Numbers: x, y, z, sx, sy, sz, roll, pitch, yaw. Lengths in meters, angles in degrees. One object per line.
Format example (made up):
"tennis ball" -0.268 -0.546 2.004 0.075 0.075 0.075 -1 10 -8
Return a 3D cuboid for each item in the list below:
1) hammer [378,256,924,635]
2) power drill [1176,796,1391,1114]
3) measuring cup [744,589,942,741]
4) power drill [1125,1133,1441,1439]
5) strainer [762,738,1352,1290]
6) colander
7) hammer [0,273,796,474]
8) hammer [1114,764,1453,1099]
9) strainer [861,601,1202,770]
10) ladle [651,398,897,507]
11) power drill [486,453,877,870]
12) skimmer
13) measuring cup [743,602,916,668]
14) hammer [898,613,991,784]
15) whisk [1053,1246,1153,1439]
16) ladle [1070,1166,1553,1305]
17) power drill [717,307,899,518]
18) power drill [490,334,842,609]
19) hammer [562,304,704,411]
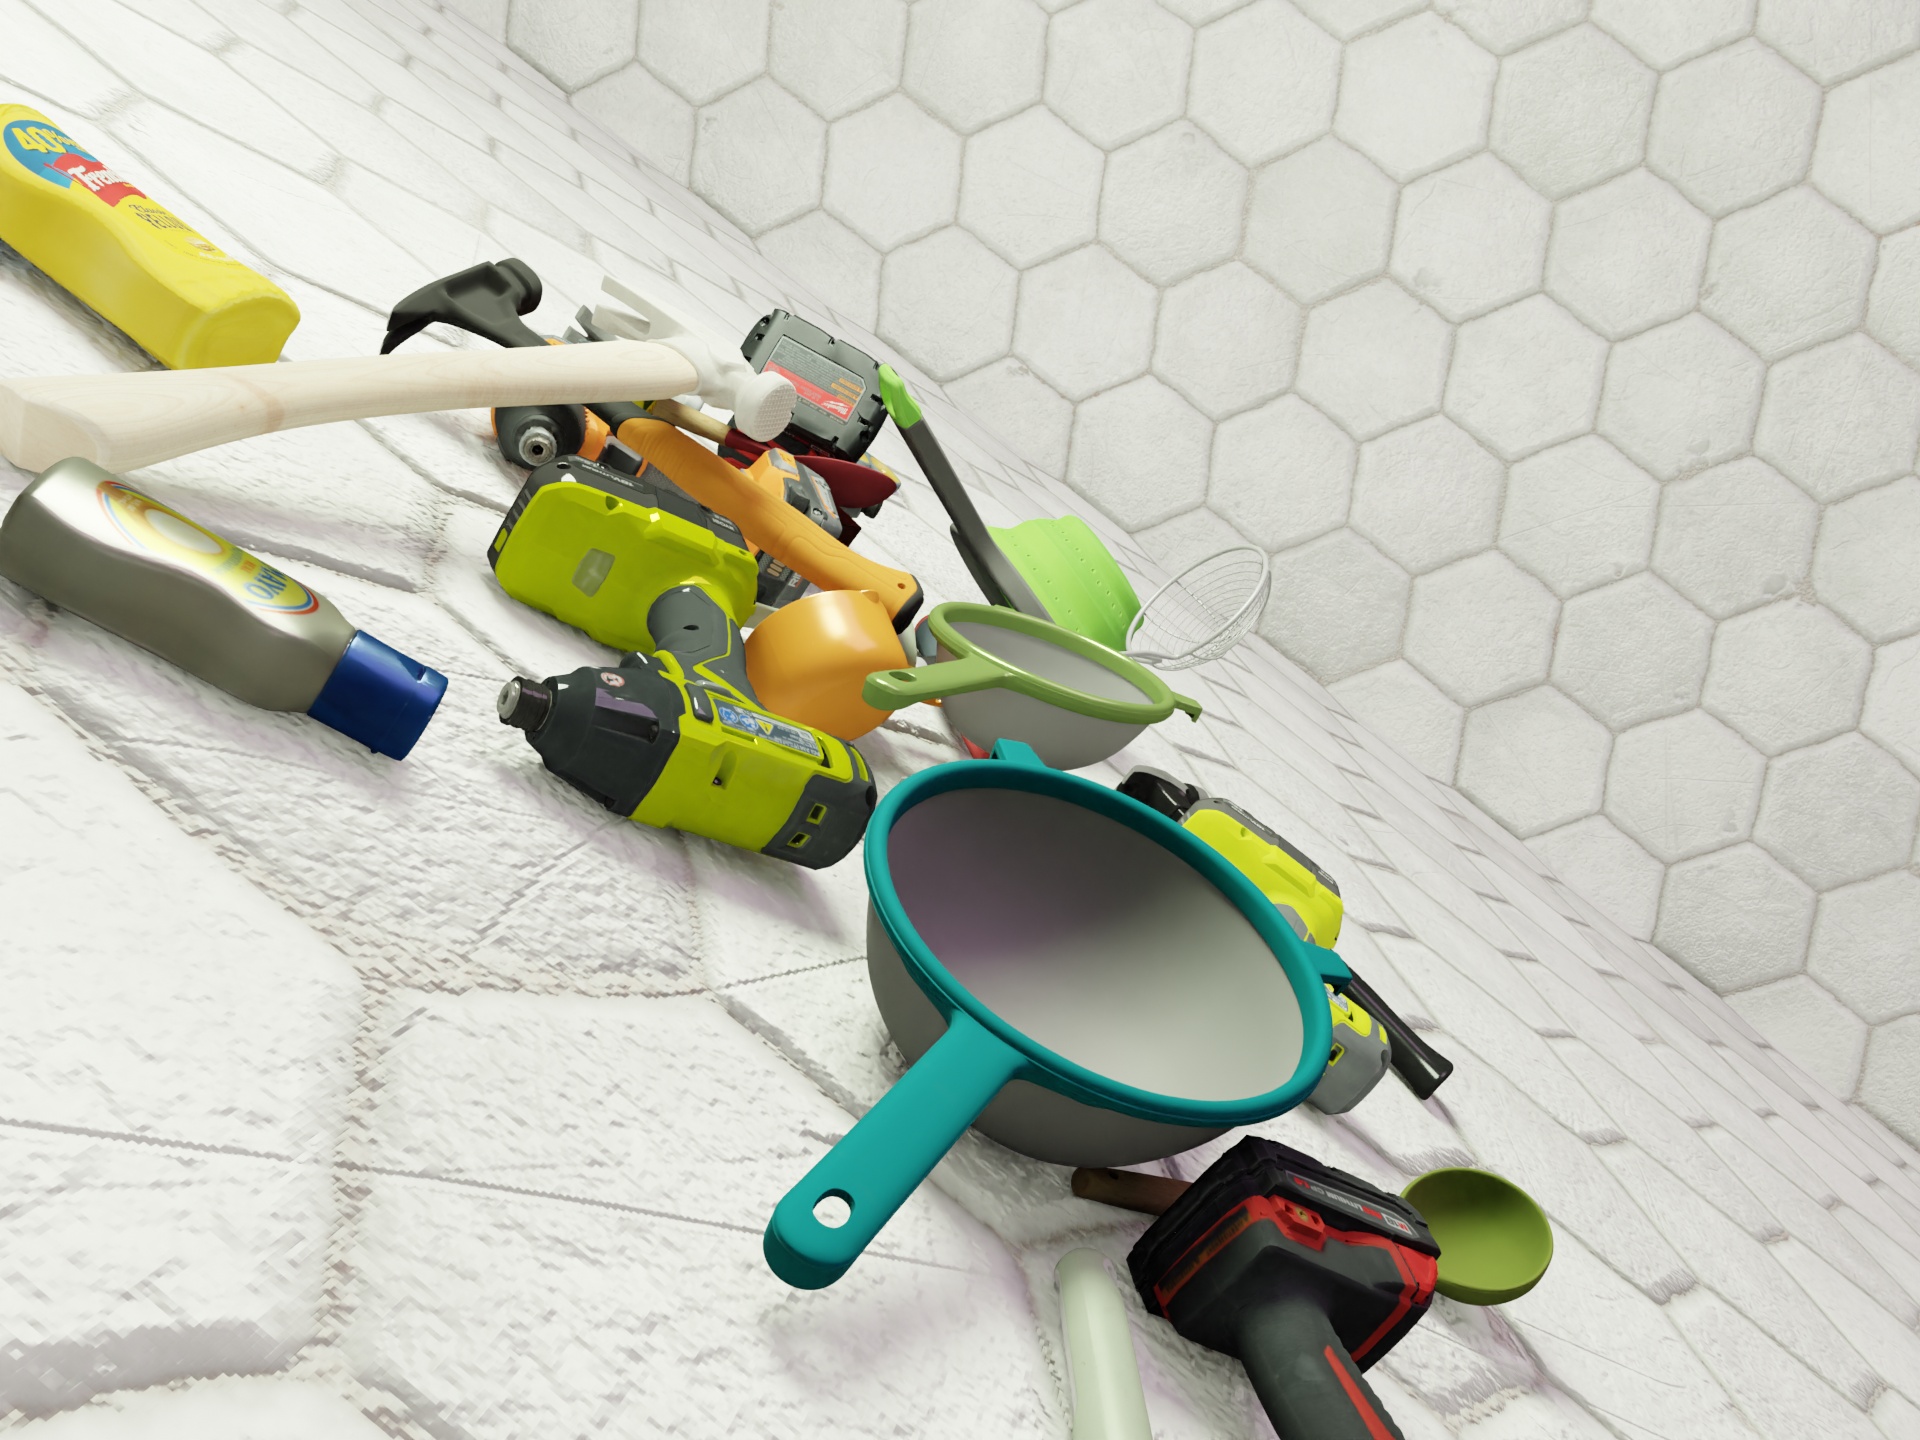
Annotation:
"hammer" -0.168 -0.152 0.918 0.337 0.034 0.127 35 36 3
"power drill" 0.174 0.131 1.008 0.190 0.080 0.228 37 17 -2
"measuring cup" -0.047 -0.014 0.903 0.173 0.095 0.052 22 37 -51
"power drill" 0.169 0.274 0.567 0.187 0.080 0.227 29 20 -29
"strainer" 0.014 0.135 0.622 0.211 0.095 0.340 34 30 14
"colander" 0.053 -0.146 1.240 0.205 0.094 0.396 55 -1 43
"hammer" -0.256 -0.166 0.761 0.146 0.038 0.410 35 29 20
"hammer" 0.235 0.149 1.179 0.146 0.035 0.335 19 23 -52
"strainer" 0.017 -0.005 0.873 0.152 0.069 0.256 28 20 25
"ladle" -0.190 -0.218 1.164 0.315 0.031 0.069 25 -7 15
"power drill" -0.146 -0.032 0.750 0.171 0.080 0.223 21 24 -35
"skimmer" 0.088 -0.074 1.121 0.363 0.127 0.090 -8 85 -44
"measuring cup" -0.104 -0.047 0.941 0.167 0.083 0.038 13 38 -23
"hammer" -0.002 -0.003 1.044 0.143 0.038 0.387 11 18 -15
"whisk" 0.047 0.233 0.470 0.246 0.059 0.057 -95 168 -75
"ladle" 0.173 0.229 0.748 0.319 0.062 0.078 23 18 -37
"power drill" -0.117 -0.222 1.241 0.143 0.078 0.219 28 -13 -3
"power drill" -0.192 -0.158 1.020 0.226 0.084 0.164 27 18 -22
"hammer" -0.223 -0.268 1.190 0.128 0.033 0.331 32 -2 -22
